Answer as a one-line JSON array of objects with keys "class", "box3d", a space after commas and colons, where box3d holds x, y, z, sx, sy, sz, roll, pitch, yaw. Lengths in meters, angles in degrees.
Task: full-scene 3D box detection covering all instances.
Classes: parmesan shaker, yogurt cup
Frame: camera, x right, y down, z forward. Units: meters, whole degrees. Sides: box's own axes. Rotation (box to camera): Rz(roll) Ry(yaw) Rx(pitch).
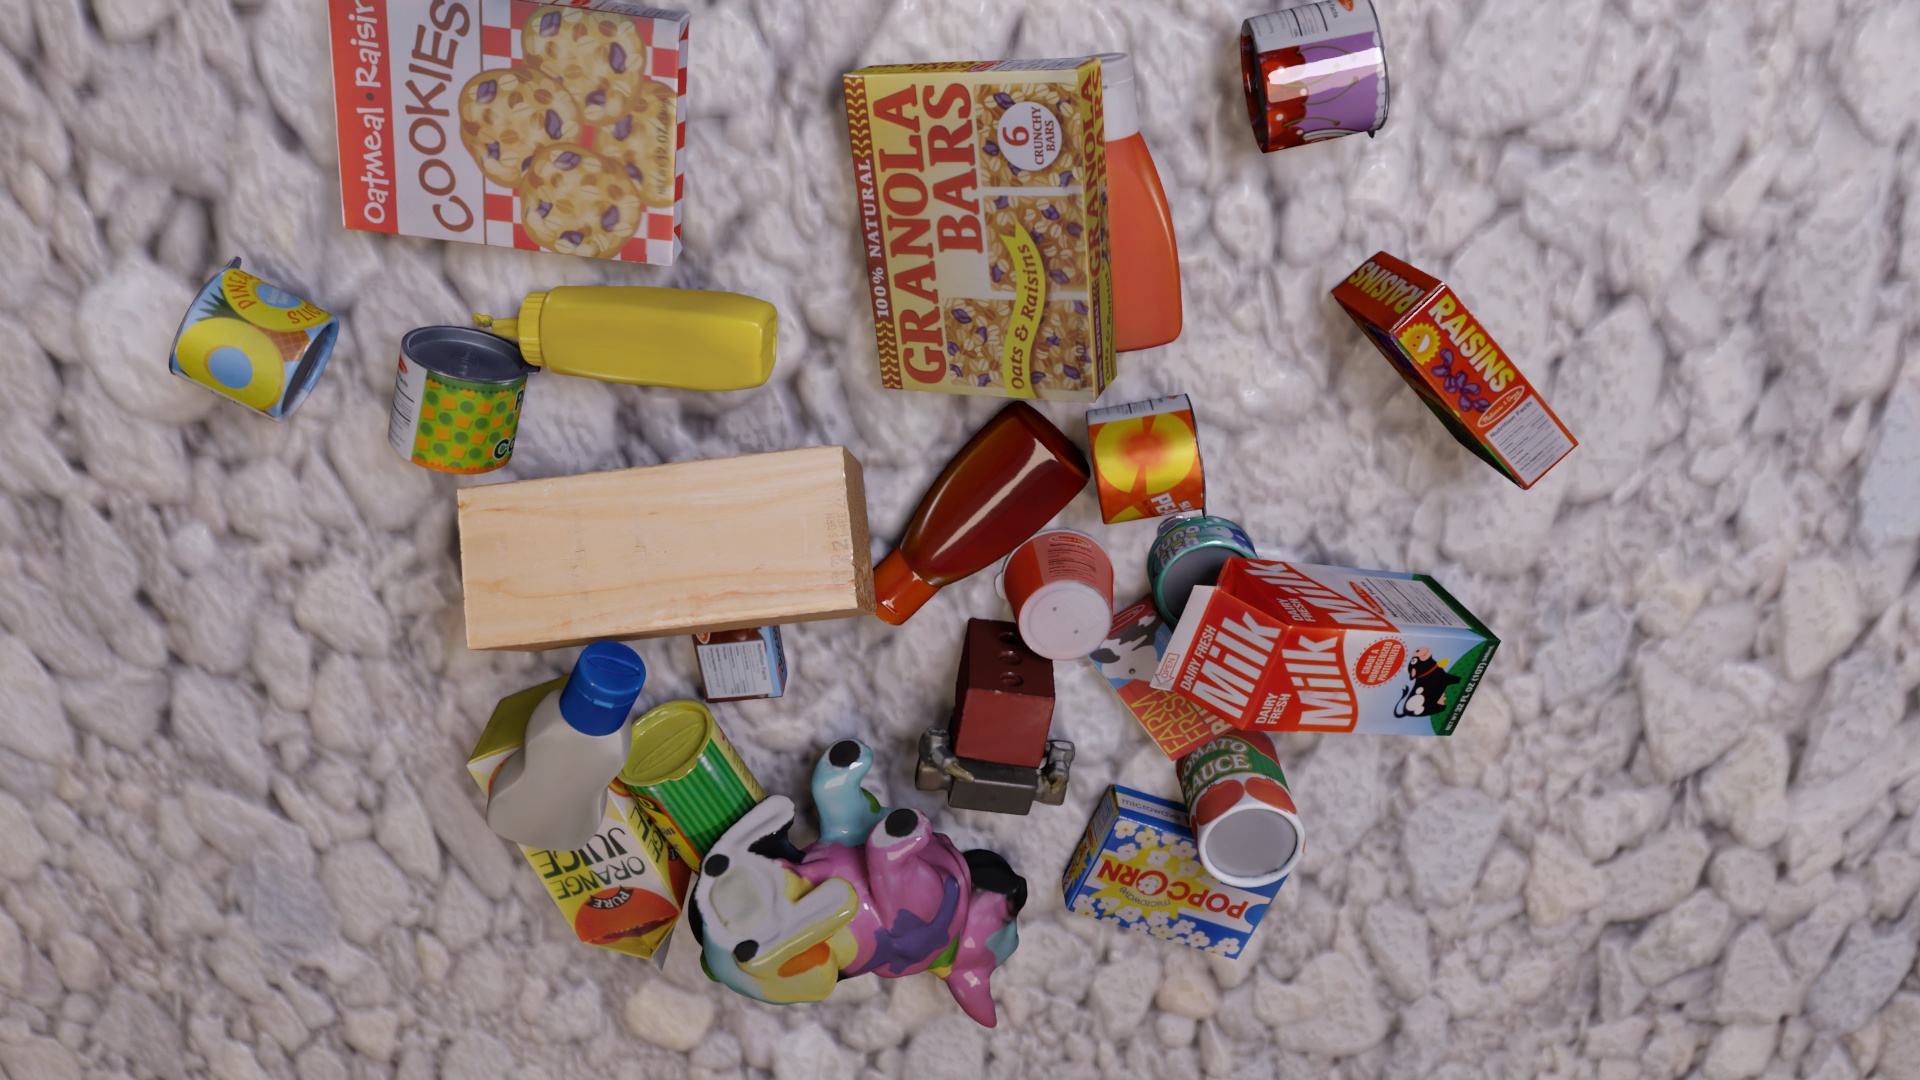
[{"class": "parmesan shaker", "box3d": [-0.160, 0.158, 0.859, 0.071, 0.072, 0.102, -19, 127, 9]}, {"class": "yogurt cup", "box3d": [0.060, 0.034, 0.819, 0.072, 0.054, 0.072, -1, 117, -1]}]

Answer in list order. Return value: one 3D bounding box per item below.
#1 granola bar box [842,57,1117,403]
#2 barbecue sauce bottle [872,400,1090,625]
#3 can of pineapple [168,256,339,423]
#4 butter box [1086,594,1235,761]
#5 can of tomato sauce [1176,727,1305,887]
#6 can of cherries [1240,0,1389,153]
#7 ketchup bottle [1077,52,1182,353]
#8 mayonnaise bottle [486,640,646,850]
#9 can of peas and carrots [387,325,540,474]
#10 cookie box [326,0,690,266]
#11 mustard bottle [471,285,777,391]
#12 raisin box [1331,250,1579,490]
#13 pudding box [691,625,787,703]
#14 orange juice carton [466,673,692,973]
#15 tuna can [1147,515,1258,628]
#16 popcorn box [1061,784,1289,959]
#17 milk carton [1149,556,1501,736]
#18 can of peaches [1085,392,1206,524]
[{"class": "granola bar box", "box3d": [0.012, -0.157, 0.707, 0.124, 0.039, 0.164, 6, 119, 23]}, {"class": "barbecue sauce bottle", "box3d": [0.003, -0.010, 0.802, 0.065, 0.044, 0.148, 42, 110, -14]}, {"class": "can of pineapple", "box3d": [-0.372, -0.105, 0.736, 0.058, 0.071, 0.070, 27, 114, -14]}, {"class": "butter box", "box3d": [0.125, 0.086, 0.863, 0.053, 0.024, 0.103, -33, 112, 15]}, {"class": "can of tomato sauce", "box3d": [0.173, 0.164, 0.869, 0.071, 0.083, 0.070, 0, 117, -1]}, {"class": "can of cherries", "box3d": [0.173, -0.226, 0.682, 0.058, 0.072, 0.071, -11, 117, 5]}, {"class": "ketchup bottle", "box3d": [0.078, -0.173, 0.720, 0.065, 0.044, 0.148, -6, 117, 9]}, {"class": "mayonnaise bottle", "box3d": [-0.213, 0.114, 0.764, 0.065, 0.041, 0.147, 19, 128, -20]}, {"class": "can of peas and carrots", "box3d": [-0.269, -0.076, 0.753, 0.071, 0.071, 0.058, 16, 116, -9]}, {"class": "cookie box", "box3d": [-0.224, -0.211, 0.699, 0.167, 0.040, 0.122, 6, 117, -5]}, {"class": "mustard bottle", "box3d": [-0.180, -0.110, 0.740, 0.160, 0.065, 0.048, 4, 112, 3]}, {"class": "raisin box", "box3d": [0.261, -0.092, 0.740, 0.040, 0.086, 0.123, -43, 110, 12]}, {"class": "pudding box", "box3d": [-0.135, 0.056, 0.841, 0.050, 0.030, 0.083, -5, 117, 3]}, {"class": "orange juice carton", "box3d": [-0.225, 0.183, 0.880, 0.073, 0.072, 0.192, -19, 115, 9]}, {"class": "tuna can", "box3d": [0.144, 0.020, 0.824, 0.071, 0.033, 0.070, -1, 117, -1]}, {"class": "popcorn box", "box3d": [0.142, 0.221, 0.923, 0.127, 0.038, 0.085, 19, 114, -10]}, {"class": "milk carton", "box3d": [0.201, 0.061, 0.794, 0.191, 0.074, 0.072, 6, 119, -24]}, {"class": "can of peaches", "box3d": [0.103, -0.043, 0.772, 0.058, 0.071, 0.071, -9, 117, 5]}]
